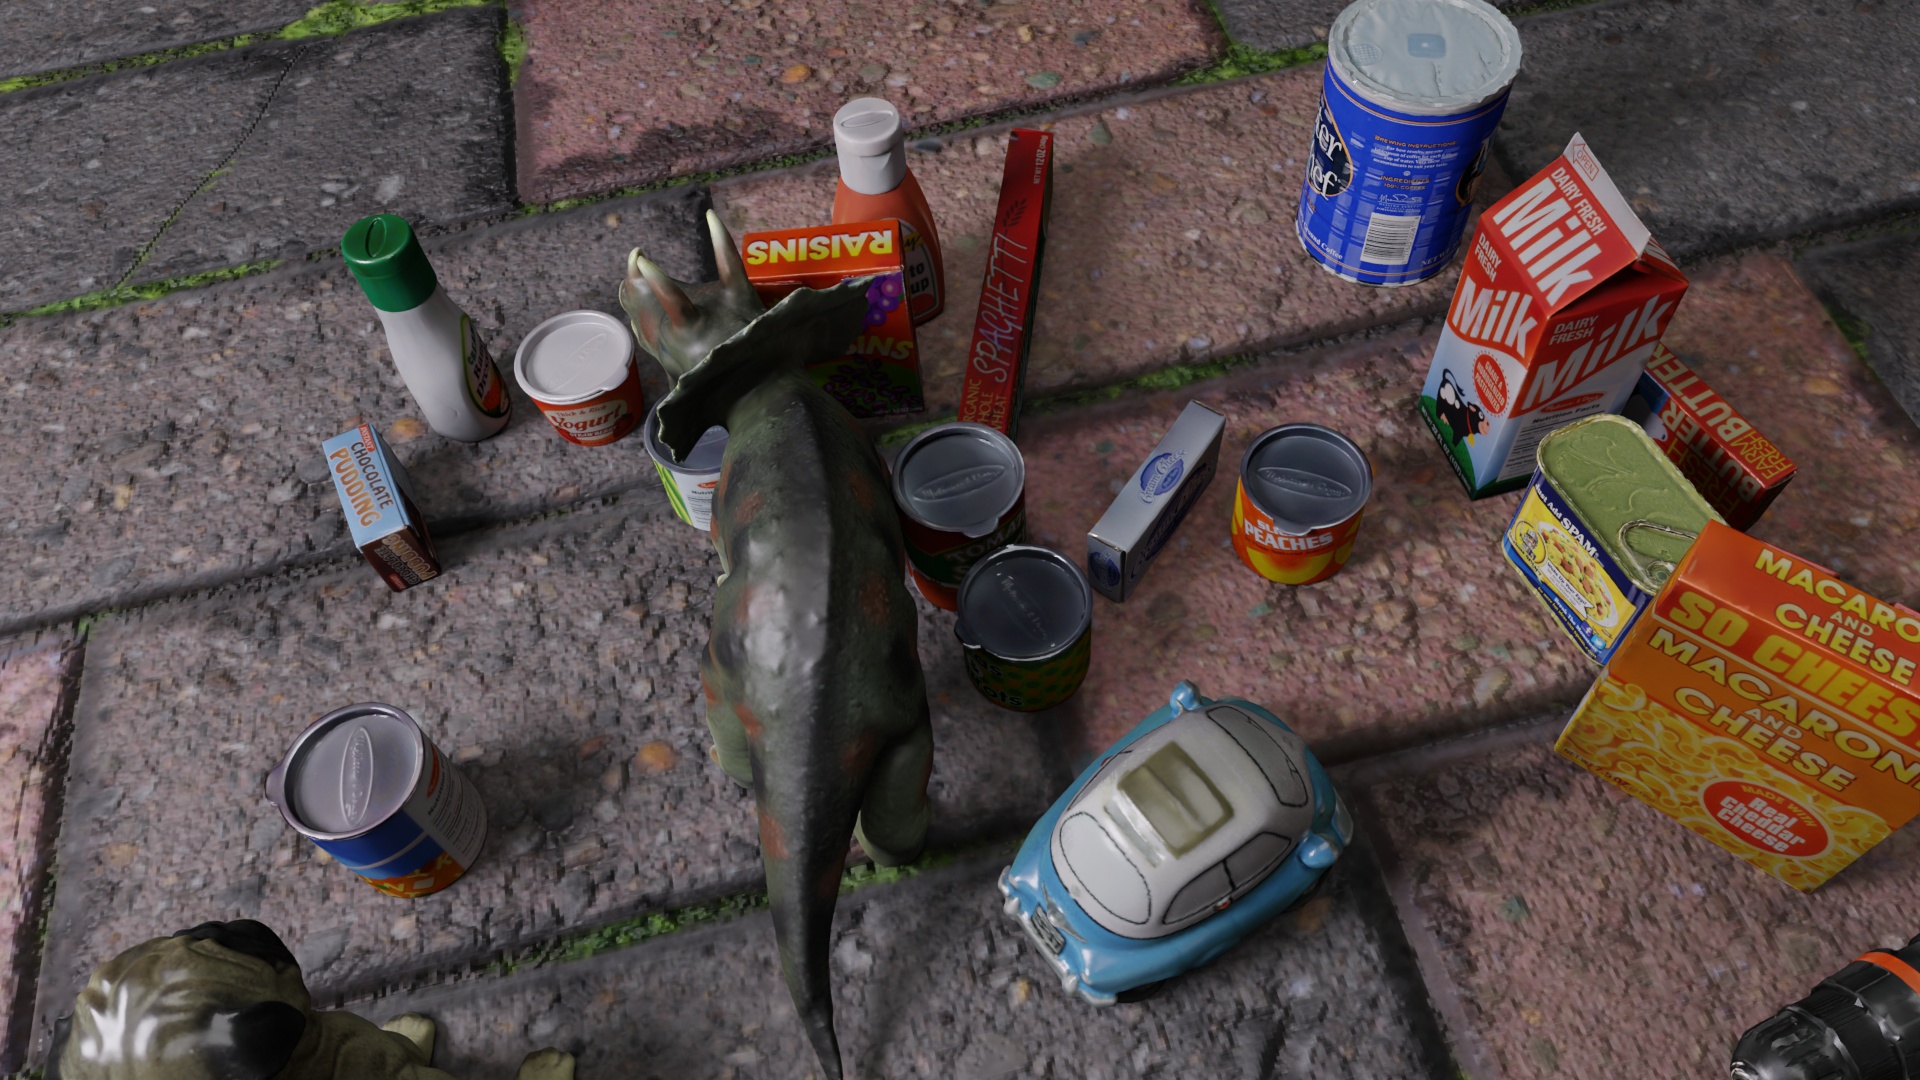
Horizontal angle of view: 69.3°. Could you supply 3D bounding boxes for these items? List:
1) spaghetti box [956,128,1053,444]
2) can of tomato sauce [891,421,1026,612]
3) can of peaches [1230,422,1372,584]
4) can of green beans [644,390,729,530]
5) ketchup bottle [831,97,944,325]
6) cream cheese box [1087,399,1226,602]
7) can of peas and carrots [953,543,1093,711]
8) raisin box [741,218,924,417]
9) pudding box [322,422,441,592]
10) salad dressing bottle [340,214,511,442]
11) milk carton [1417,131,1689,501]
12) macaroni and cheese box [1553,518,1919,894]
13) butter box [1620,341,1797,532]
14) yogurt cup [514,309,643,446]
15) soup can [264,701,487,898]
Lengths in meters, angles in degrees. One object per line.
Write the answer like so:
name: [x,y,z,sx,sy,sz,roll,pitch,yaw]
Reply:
spaghetti box: [0.028,-0.139,0.820,0.029,0.050,0.251,5,58,7]
can of tomato sauce: [0.003,-0.009,0.718,0.071,0.082,0.071,-2,57,3]
can of peaches: [0.176,-0.017,0.725,0.071,0.057,0.071,-2,57,3]
can of green beans: [-0.135,-0.047,0.768,0.071,0.057,0.071,-2,57,3]
ketchup bottle: [-0.045,-0.184,0.796,0.065,0.148,0.044,-15,58,-5]
cream cheese box: [0.104,-0.021,0.736,0.024,0.053,0.104,29,64,21]
can of peas and carrots: [0.031,0.046,0.695,0.071,0.058,0.071,-2,57,3]
raisin box: [-0.068,-0.118,0.770,0.086,0.122,0.040,-4,57,1]
pudding box: [-0.320,-0.019,0.768,0.030,0.049,0.084,-26,59,-12]
salad dressing bottle: [-0.294,-0.115,0.770,0.044,0.147,0.064,-8,57,-1]
milk carton: [0.296,-0.108,0.697,0.073,0.189,0.072,-14,57,-5]
macaroni and cheese box: [0.341,0.074,0.590,0.124,0.165,0.040,31,65,22]
butter box: [0.387,-0.054,0.737,0.024,0.053,0.104,-26,59,-12]
yogurt cup: [-0.217,-0.091,0.805,0.072,0.053,0.073,-2,57,3]
soup can: [-0.271,0.124,0.651,0.071,0.083,0.072,-2,57,3]
